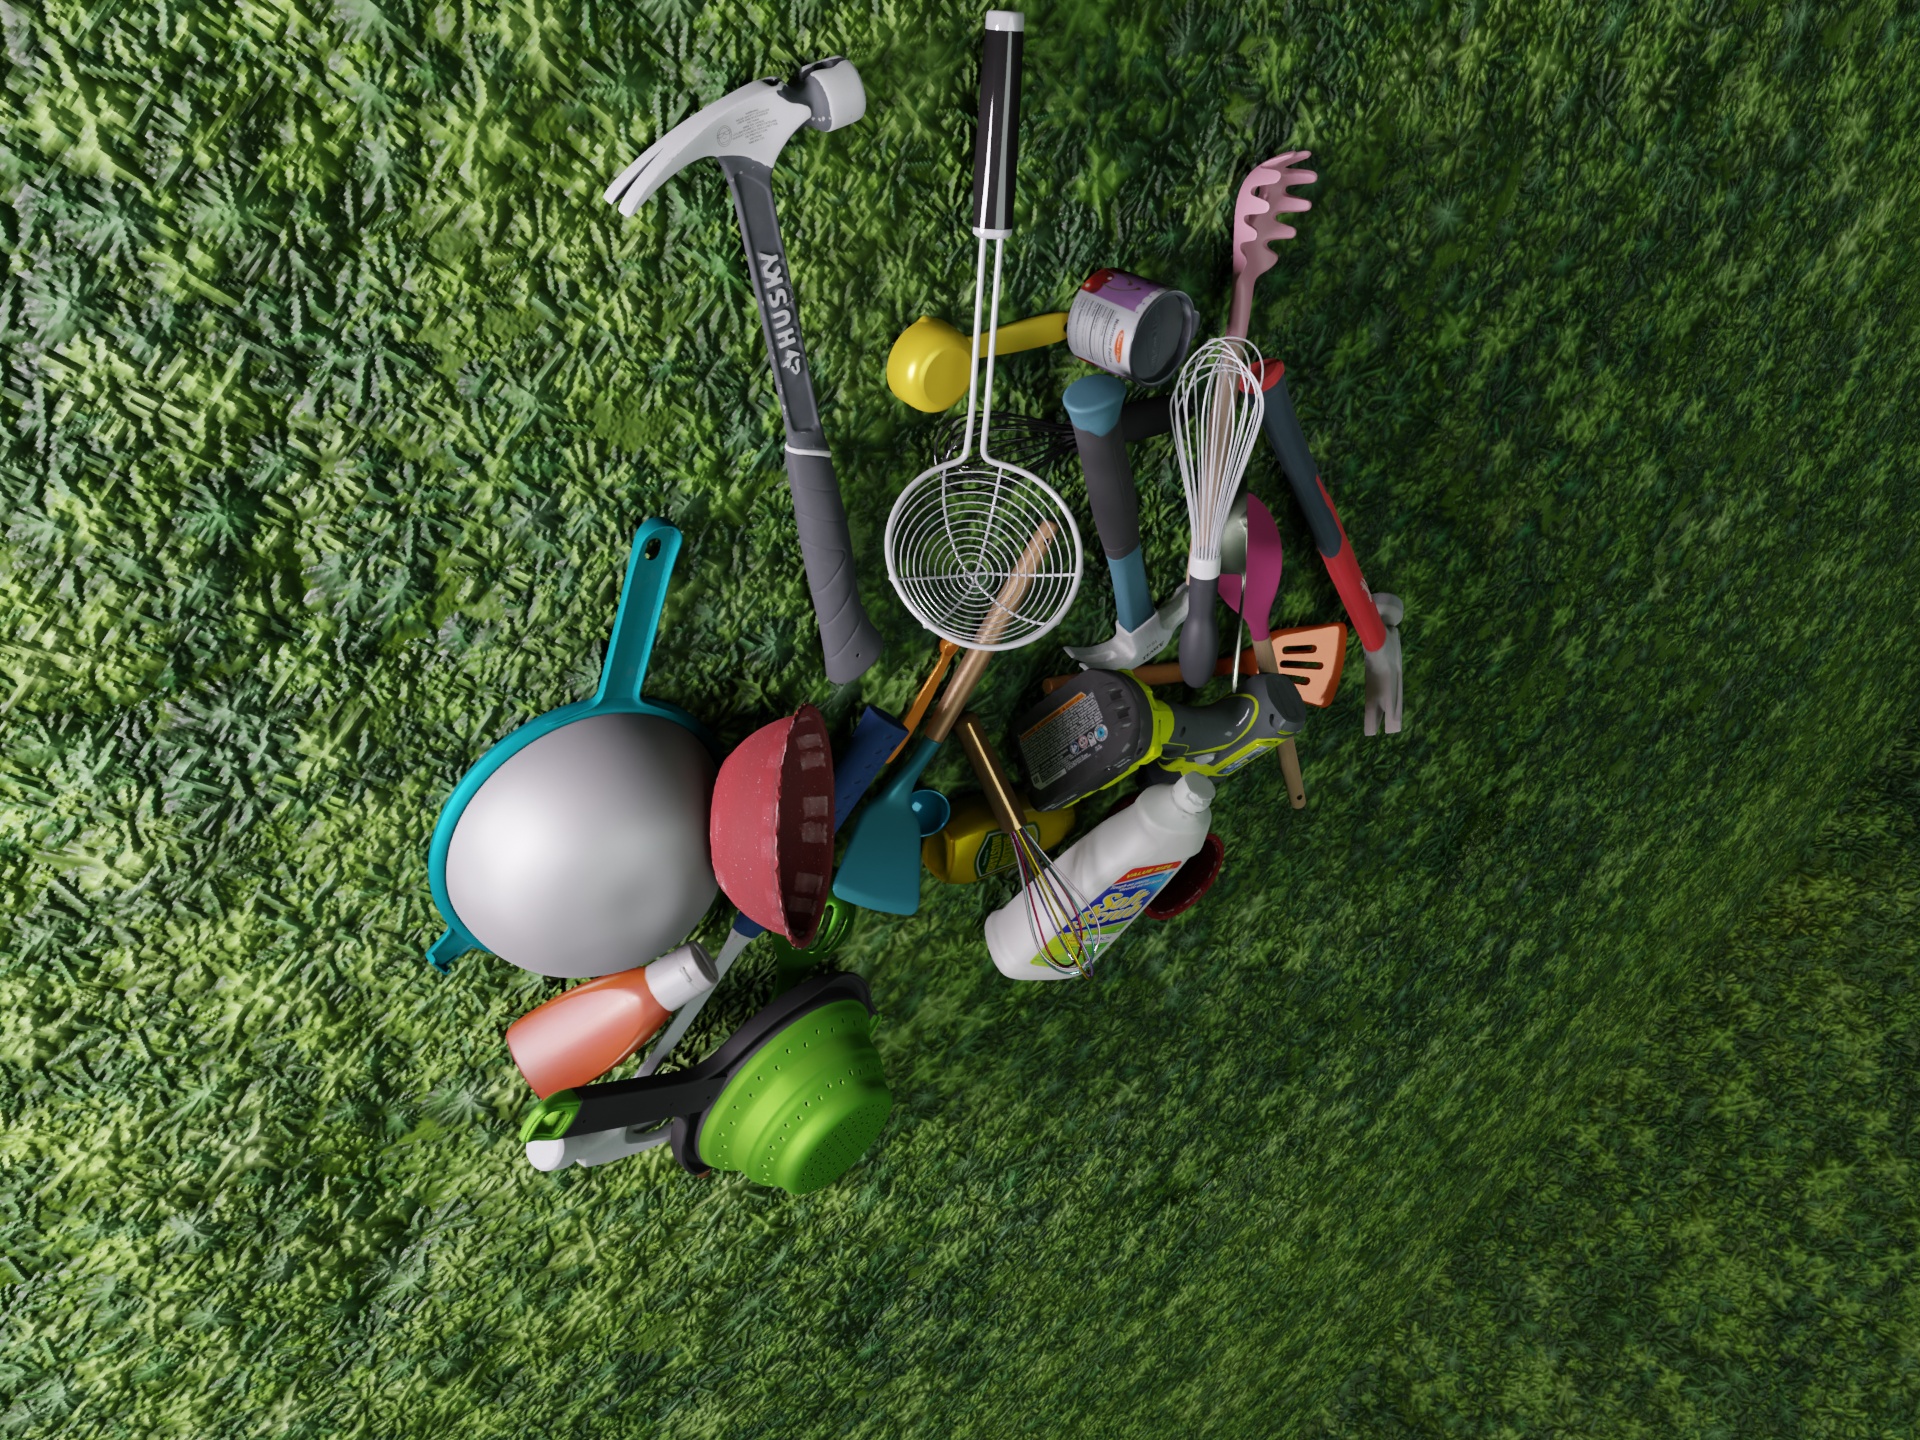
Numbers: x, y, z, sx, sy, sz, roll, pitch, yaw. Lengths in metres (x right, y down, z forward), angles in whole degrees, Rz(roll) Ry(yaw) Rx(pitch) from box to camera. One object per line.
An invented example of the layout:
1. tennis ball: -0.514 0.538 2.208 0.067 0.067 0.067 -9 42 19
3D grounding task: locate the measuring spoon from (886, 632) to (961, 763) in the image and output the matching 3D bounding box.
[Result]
1. measuring spoon: -0.031 -0.017 1.183 0.021 0.011 0.117 -9 133 -59

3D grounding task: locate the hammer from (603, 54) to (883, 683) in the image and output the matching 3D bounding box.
1. hammer: -0.100 -0.178 0.967 0.149 0.036 0.408 -28 137 -19

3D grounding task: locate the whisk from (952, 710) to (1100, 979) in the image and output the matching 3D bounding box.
1. whisk: 0.051 0.101 1.252 0.047 0.051 0.245 -45 115 -50

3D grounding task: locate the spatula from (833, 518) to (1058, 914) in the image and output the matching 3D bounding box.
1. spatula: -0.002 -0.004 1.182 0.082 0.044 0.317 20 104 -37

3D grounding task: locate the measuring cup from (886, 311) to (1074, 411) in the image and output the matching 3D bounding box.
1. measuring cup: 0.024 -0.239 1.030 0.156 0.029 0.062 -21 134 -28

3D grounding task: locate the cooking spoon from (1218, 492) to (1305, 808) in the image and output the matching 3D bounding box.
1. cooking spoon: 0.260 -0.050 1.354 0.069 0.017 0.318 -27 122 -11

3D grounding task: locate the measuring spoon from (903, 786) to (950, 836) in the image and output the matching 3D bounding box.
1. measuring spoon: -0.059 0.098 1.250 0.042 0.021 0.128 36 106 -26

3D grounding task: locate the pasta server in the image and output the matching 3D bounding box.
1. pasta server: 0.199 -0.244 1.139 0.060 0.040 0.316 -22 126 -47

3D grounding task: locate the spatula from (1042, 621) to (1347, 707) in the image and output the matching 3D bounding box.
1. spatula: 0.202 -0.040 1.344 0.322 0.041 0.081 -7 114 -36

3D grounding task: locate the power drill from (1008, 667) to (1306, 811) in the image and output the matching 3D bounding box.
1. power drill: 0.154 0.020 1.299 0.223 0.080 0.171 1 152 -43

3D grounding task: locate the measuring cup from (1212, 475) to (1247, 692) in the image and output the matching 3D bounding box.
1. measuring cup: 0.201 -0.106 1.231 0.083 0.038 0.167 1 92 -80

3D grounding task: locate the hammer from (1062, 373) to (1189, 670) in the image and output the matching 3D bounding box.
1. hammer: 0.117 -0.135 1.153 0.128 0.033 0.330 -39 151 -9

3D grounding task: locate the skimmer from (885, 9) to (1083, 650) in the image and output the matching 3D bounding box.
1. skimmer: 0.022 -0.225 0.949 0.127 0.090 0.363 -2 115 -12

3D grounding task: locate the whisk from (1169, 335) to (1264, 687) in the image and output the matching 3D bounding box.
1. whisk: 0.177 -0.141 1.145 0.070 0.070 0.284 -22 131 -27

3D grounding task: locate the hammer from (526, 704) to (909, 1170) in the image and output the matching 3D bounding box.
1. hammer: -0.163 0.164 1.176 0.405 0.035 0.144 -55 154 7

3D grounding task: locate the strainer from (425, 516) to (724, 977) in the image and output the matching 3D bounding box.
1. strainer: -0.208 0.042 1.006 0.211 0.095 0.340 -5 126 -39

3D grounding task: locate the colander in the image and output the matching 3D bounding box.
1. colander: -0.162 0.300 1.194 0.204 0.095 0.396 -56 153 13

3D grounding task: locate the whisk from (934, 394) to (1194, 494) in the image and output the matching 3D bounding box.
1. whisk: 0.077 -0.200 1.101 0.239 0.055 0.055 -19 133 -36

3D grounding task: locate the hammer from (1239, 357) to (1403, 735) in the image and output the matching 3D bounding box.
1. hammer: 0.300 -0.142 1.301 0.385 0.038 0.143 50 40 -46

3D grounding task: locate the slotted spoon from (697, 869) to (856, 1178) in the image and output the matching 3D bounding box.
1. slotted spoon: -0.158 0.253 1.280 0.070 0.031 0.313 10 118 -31
